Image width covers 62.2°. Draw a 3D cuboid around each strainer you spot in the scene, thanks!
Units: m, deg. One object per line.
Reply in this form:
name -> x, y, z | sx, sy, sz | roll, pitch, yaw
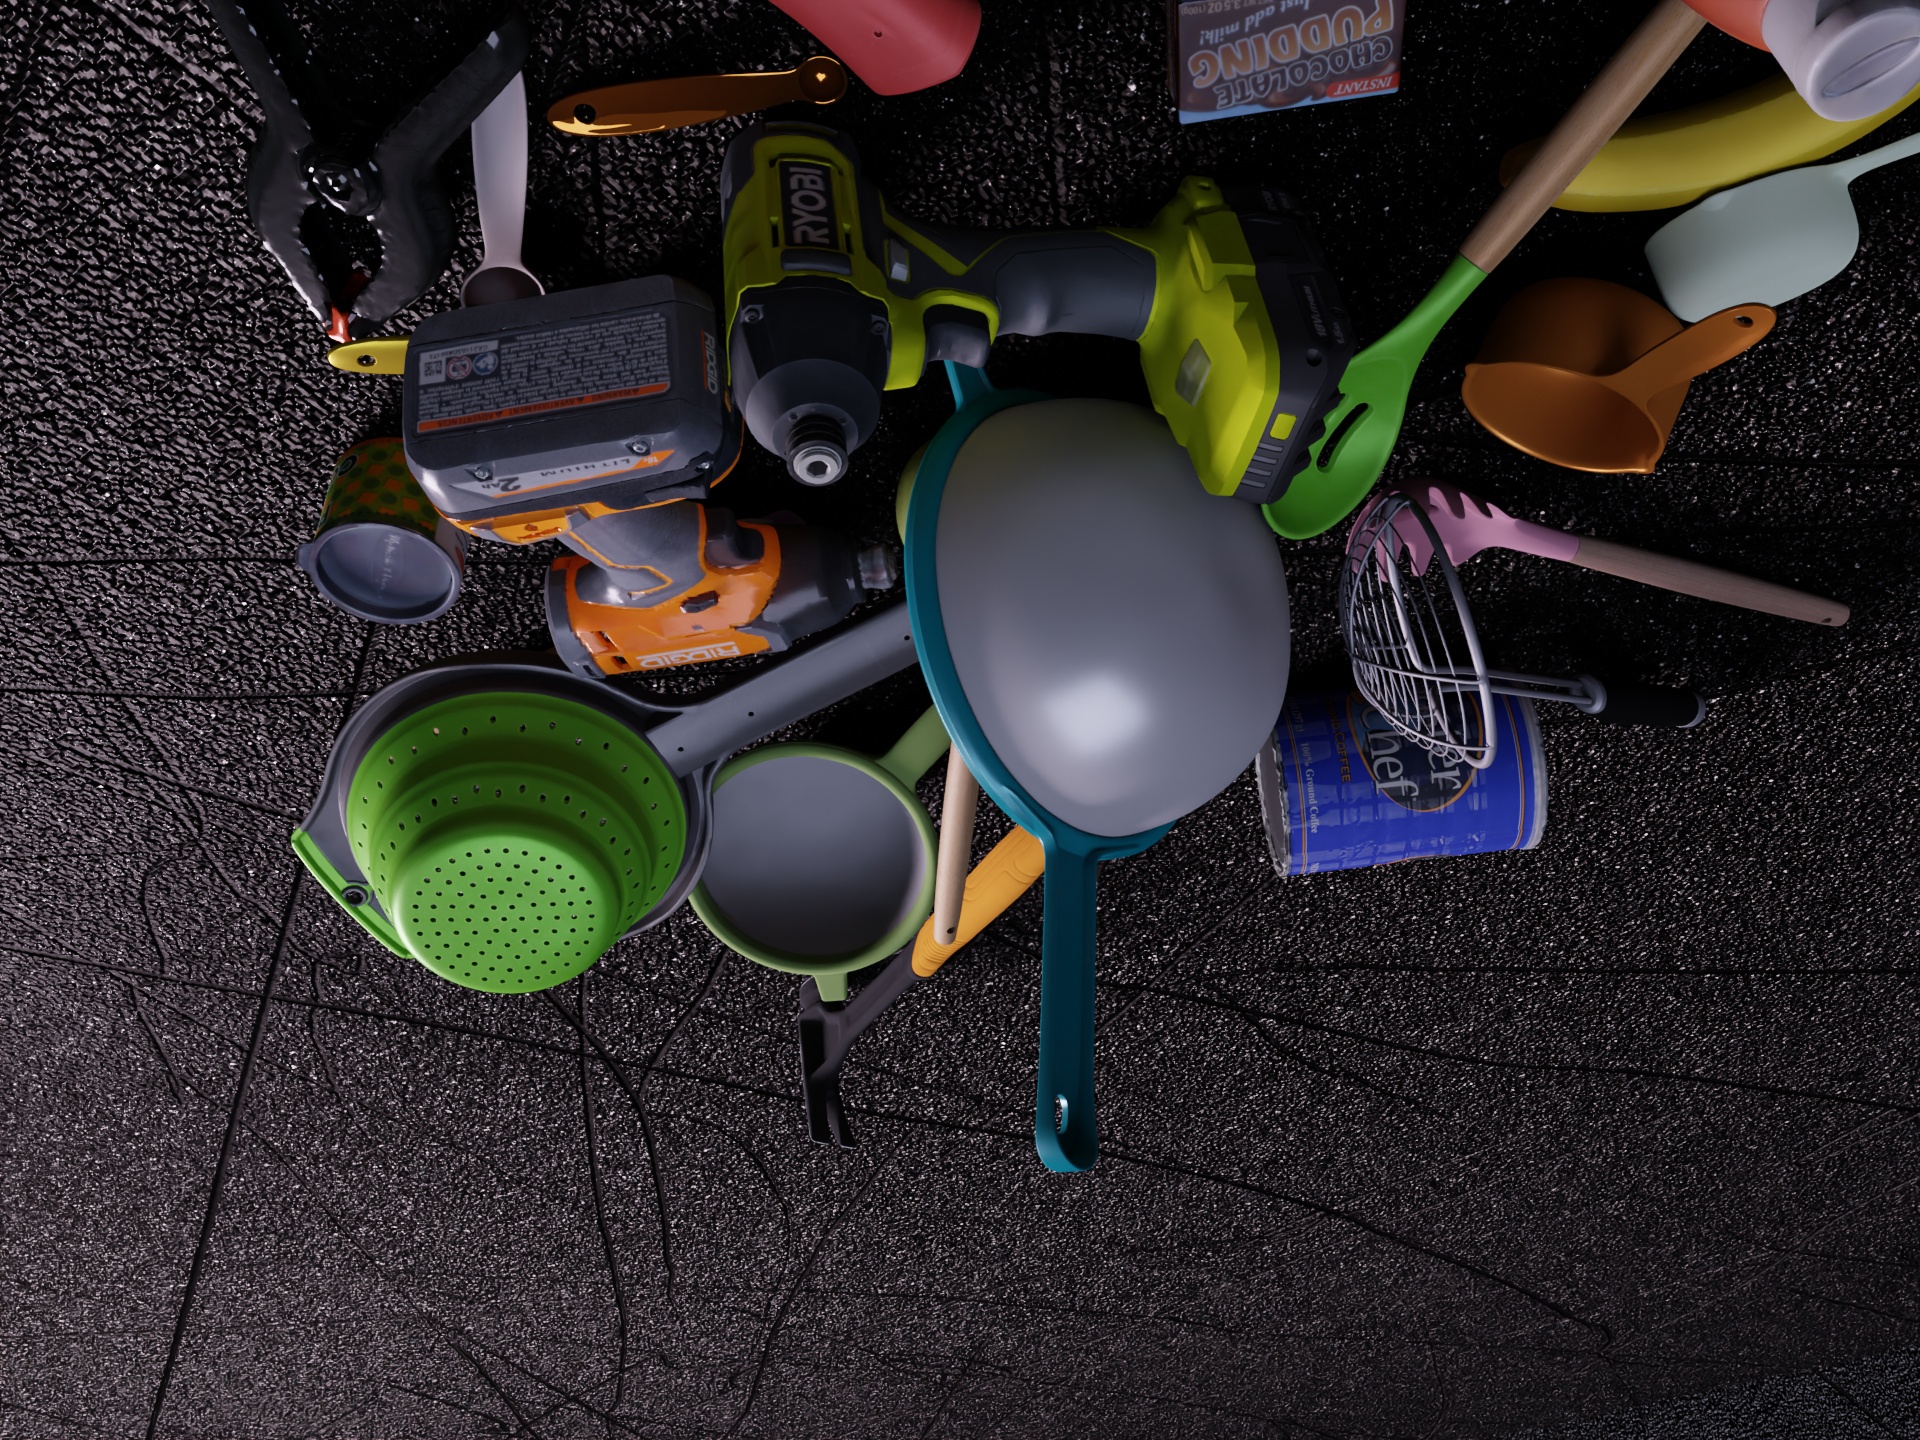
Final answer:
strainer -> -0.049, 0.033, 0.909 | 0.151, 0.069, 0.256 | 40, 109, -14
strainer -> 0.076, 0.007, 0.649 | 0.095, 0.341, 0.210 | -16, 150, 39

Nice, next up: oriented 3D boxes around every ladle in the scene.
ladle -> -0.001, -0.003, 0.816 | 0.078, 0.062, 0.319 | -16, 136, -24

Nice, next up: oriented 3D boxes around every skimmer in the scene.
skimmer -> 0.307, -0.030, 0.790 | 0.363, 0.127, 0.090 | 5, 150, -41

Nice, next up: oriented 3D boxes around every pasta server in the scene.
pasta server -> 0.337, -0.077, 0.819 | 0.316, 0.040, 0.060 | 10, 151, -19

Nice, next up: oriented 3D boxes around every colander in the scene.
colander -> -0.158, 0.037, 0.811 | 0.397, 0.095, 0.204 | -26, 123, 9

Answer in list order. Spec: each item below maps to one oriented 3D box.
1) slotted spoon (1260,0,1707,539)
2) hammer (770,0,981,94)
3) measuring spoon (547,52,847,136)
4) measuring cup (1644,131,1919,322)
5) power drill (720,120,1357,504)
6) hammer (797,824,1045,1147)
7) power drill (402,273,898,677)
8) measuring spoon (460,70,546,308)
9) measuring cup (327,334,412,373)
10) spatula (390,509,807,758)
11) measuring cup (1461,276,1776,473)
slotted spoon -> 0.218, -0.199, 0.618 | 0.070, 0.031, 0.313 | 13, 126, -39
hammer -> -0.147, -0.304, 0.491 | 0.358, 0.037, 0.149 | 19, 136, -26
measuring spoon -> -0.100, -0.237, 0.602 | 0.117, 0.011, 0.021 | -5, 141, 7
measuring cup -> 0.357, -0.200, 0.619 | 0.167, 0.038, 0.083 | -17, 173, 39
power drill -> 0.023, -0.147, 0.599 | 0.223, 0.171, 0.080 | 2, 141, -13
hammer -> -0.009, 0.139, 1.008 | 0.034, 0.127, 0.336 | 19, 130, -28
power drill -> -0.121, -0.090, 0.680 | 0.164, 0.084, 0.226 | -8, 159, 4
measuring spoon -> -0.181, -0.210, 0.627 | 0.034, 0.018, 0.124 | -2, 135, -17
measuring cup -> -0.181, -0.144, 0.666 | 0.156, 0.029, 0.062 | -5, 153, -20
spatula -> -0.205, -0.032, 0.839 | 0.316, 0.018, 0.059 | -23, 139, 20
measuring cup -> 0.276, -0.155, 0.643 | 0.095, 0.052, 0.173 | 28, 170, -7
